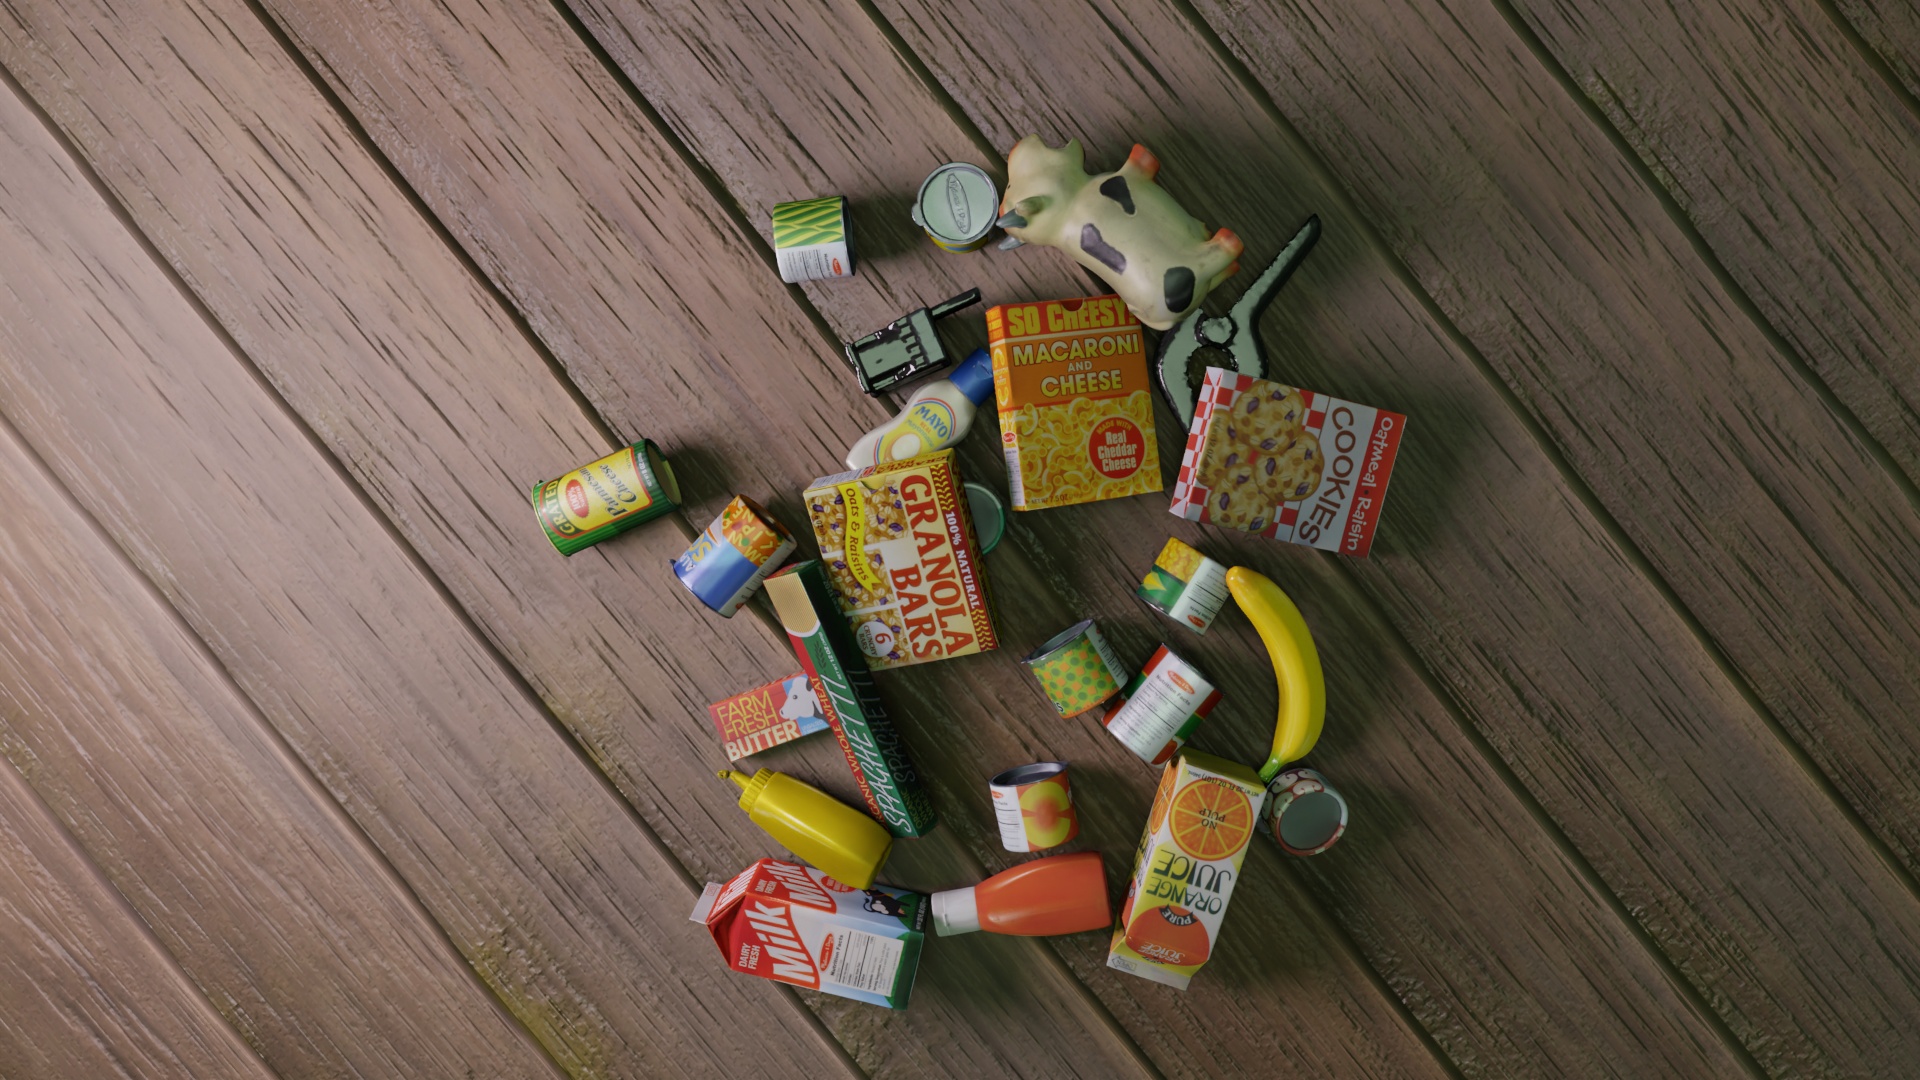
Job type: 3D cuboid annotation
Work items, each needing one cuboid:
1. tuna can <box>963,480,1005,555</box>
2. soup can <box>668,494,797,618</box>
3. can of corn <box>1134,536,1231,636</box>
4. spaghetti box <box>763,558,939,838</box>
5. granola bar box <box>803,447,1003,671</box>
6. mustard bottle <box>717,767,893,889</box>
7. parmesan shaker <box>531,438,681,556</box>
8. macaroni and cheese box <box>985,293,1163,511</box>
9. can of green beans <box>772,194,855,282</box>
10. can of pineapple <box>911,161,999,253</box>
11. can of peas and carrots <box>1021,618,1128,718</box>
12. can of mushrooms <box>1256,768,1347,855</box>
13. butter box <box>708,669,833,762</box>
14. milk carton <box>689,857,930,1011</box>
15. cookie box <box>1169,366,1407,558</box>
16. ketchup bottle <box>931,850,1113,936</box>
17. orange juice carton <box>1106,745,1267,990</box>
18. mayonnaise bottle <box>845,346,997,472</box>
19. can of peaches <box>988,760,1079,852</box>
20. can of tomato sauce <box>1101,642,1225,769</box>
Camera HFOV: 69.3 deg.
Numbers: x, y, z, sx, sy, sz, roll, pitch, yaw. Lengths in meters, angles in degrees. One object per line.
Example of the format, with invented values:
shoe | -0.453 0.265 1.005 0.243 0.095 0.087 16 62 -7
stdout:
tuna can | 0.004 -0.015 1.165 0.071 0.033 0.071 0 93 2
soup can | -0.189 0.011 1.155 0.071 0.071 0.083 43 93 -1
can of corn | 0.185 0.037 1.147 0.071 0.071 0.058 32 93 0
spaghetti box | -0.089 0.135 1.150 0.050 0.029 0.249 -14 103 46
granola bar box | -0.045 0.019 1.136 0.124 0.039 0.165 -12 106 13
mustard bottle | -0.134 0.231 1.167 0.160 0.065 0.049 30 52 8
parmesan shaker | -0.294 -0.039 1.157 0.103 0.071 0.071 -23 92 3
macaroni and cheese box | 0.094 -0.114 1.135 0.124 0.040 0.166 -9 93 -18
can of green beans | -0.119 -0.247 1.140 0.058 0.071 0.071 -6 93 3
can of pineapple | -0.003 -0.272 1.139 0.071 0.058 0.071 0 93 2
can of peas and carrots | 0.095 0.108 1.152 0.071 0.071 0.058 -32 92 3
can of mushrooms | 0.285 0.228 1.158 0.071 0.033 0.070 -4 111 -12
butter box | -0.157 0.147 1.182 0.103 0.024 0.053 -20 93 3
milk carton | -0.127 0.323 1.163 0.191 0.072 0.073 13 101 0
cookie box | 0.267 -0.062 1.130 0.167 0.040 0.122 12 97 -14
ketchup bottle | 0.051 0.305 1.174 0.149 0.043 0.064 -10 92 2
orange juice carton | 0.185 0.275 1.154 0.072 0.073 0.192 18 94 0
mayonnaise bottle | -0.025 -0.098 1.157 0.148 0.041 0.065 -45 92 4
can of peaches | 0.064 0.221 1.159 0.071 0.071 0.058 -12 93 3
can of tomato sauce | 0.168 0.138 1.152 0.071 0.071 0.083 39 94 -1
